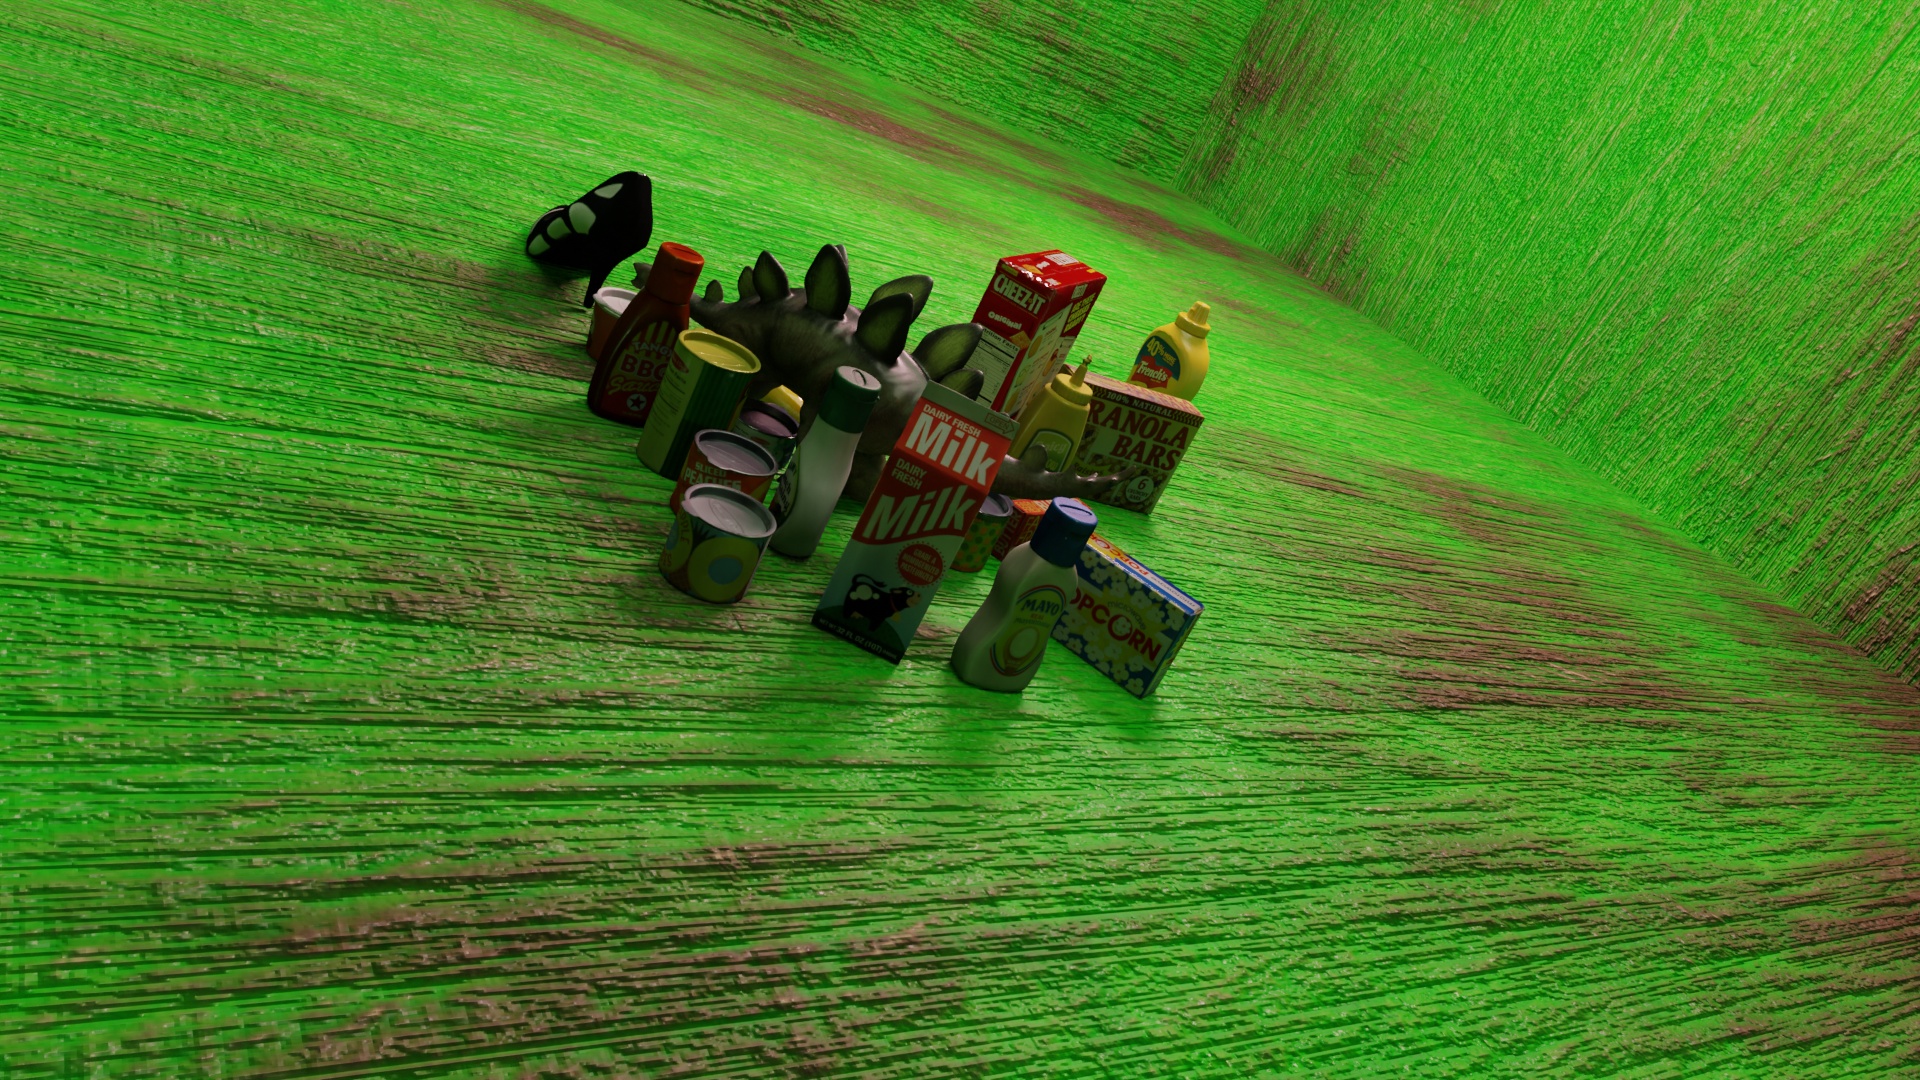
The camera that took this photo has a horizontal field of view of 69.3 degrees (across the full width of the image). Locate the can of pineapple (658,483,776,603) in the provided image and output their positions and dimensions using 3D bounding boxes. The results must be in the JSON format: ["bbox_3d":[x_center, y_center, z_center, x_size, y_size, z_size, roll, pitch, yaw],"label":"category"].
[{"bbox_3d":[-0.170,0.002,0.959,0.071,0.057,0.071,22,23,-10],"label":"can of pineapple"}]

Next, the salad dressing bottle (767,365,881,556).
[{"bbox_3d":[-0.104,-0.059,1.041,0.044,0.147,0.064,18,24,-21],"label":"salad dressing bottle"}]

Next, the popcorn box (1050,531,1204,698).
[{"bbox_3d":[0.120,0.055,1.116,0.127,0.085,0.038,35,24,19],"label":"popcorn box"}]

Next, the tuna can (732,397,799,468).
[{"bbox_3d":[-0.171,-0.092,1.186,0.071,0.032,0.071,22,23,-10],"label":"tuna can"}]

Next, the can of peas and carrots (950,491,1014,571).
[{"bbox_3d":[0.004,-0.015,1.174,0.071,0.058,0.071,22,23,-10],"label":"can of peas and carrots"}]

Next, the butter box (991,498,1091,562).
[{"bbox_3d":[0.070,-0.011,1.243,0.024,0.053,0.104,41,27,30],"label":"butter box"}]

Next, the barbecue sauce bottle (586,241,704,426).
[{"bbox_3d":[-0.247,-0.165,1.112,0.065,0.148,0.044,12,27,-32],"label":"barbecue sauce bottle"}]

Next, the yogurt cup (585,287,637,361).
[{"bbox_3d":[-0.295,-0.183,1.220,0.072,0.053,0.073,22,23,-10],"label":"yogurt cup"}]

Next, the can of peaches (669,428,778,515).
[{"bbox_3d":[-0.179,-0.042,1.040,0.071,0.057,0.071,22,23,-10],"label":"can of peaches"}]

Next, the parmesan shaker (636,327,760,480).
[{"bbox_3d":[-0.206,-0.105,1.087,0.071,0.102,0.071,22,23,-10],"label":"parmesan shaker"}]

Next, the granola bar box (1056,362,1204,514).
[{"bbox_3d":[0.152,-0.102,1.431,0.166,0.123,0.039,13,26,-30],"label":"granola bar box"}]

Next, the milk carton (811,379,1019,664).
[{"bbox_3d":[-0.030,-0.017,0.975,0.072,0.189,0.074,26,23,-3],"label":"milk carton"}]

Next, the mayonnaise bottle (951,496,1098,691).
[{"bbox_3d":[0.050,0.039,0.995,0.065,0.147,0.041,12,27,-31],"label":"mayonnaise bottle"}]

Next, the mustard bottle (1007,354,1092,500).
[{"bbox_3d":[0.086,-0.108,1.326,0.065,0.159,0.049,18,24,-19],"label":"mustard bottle"}]
